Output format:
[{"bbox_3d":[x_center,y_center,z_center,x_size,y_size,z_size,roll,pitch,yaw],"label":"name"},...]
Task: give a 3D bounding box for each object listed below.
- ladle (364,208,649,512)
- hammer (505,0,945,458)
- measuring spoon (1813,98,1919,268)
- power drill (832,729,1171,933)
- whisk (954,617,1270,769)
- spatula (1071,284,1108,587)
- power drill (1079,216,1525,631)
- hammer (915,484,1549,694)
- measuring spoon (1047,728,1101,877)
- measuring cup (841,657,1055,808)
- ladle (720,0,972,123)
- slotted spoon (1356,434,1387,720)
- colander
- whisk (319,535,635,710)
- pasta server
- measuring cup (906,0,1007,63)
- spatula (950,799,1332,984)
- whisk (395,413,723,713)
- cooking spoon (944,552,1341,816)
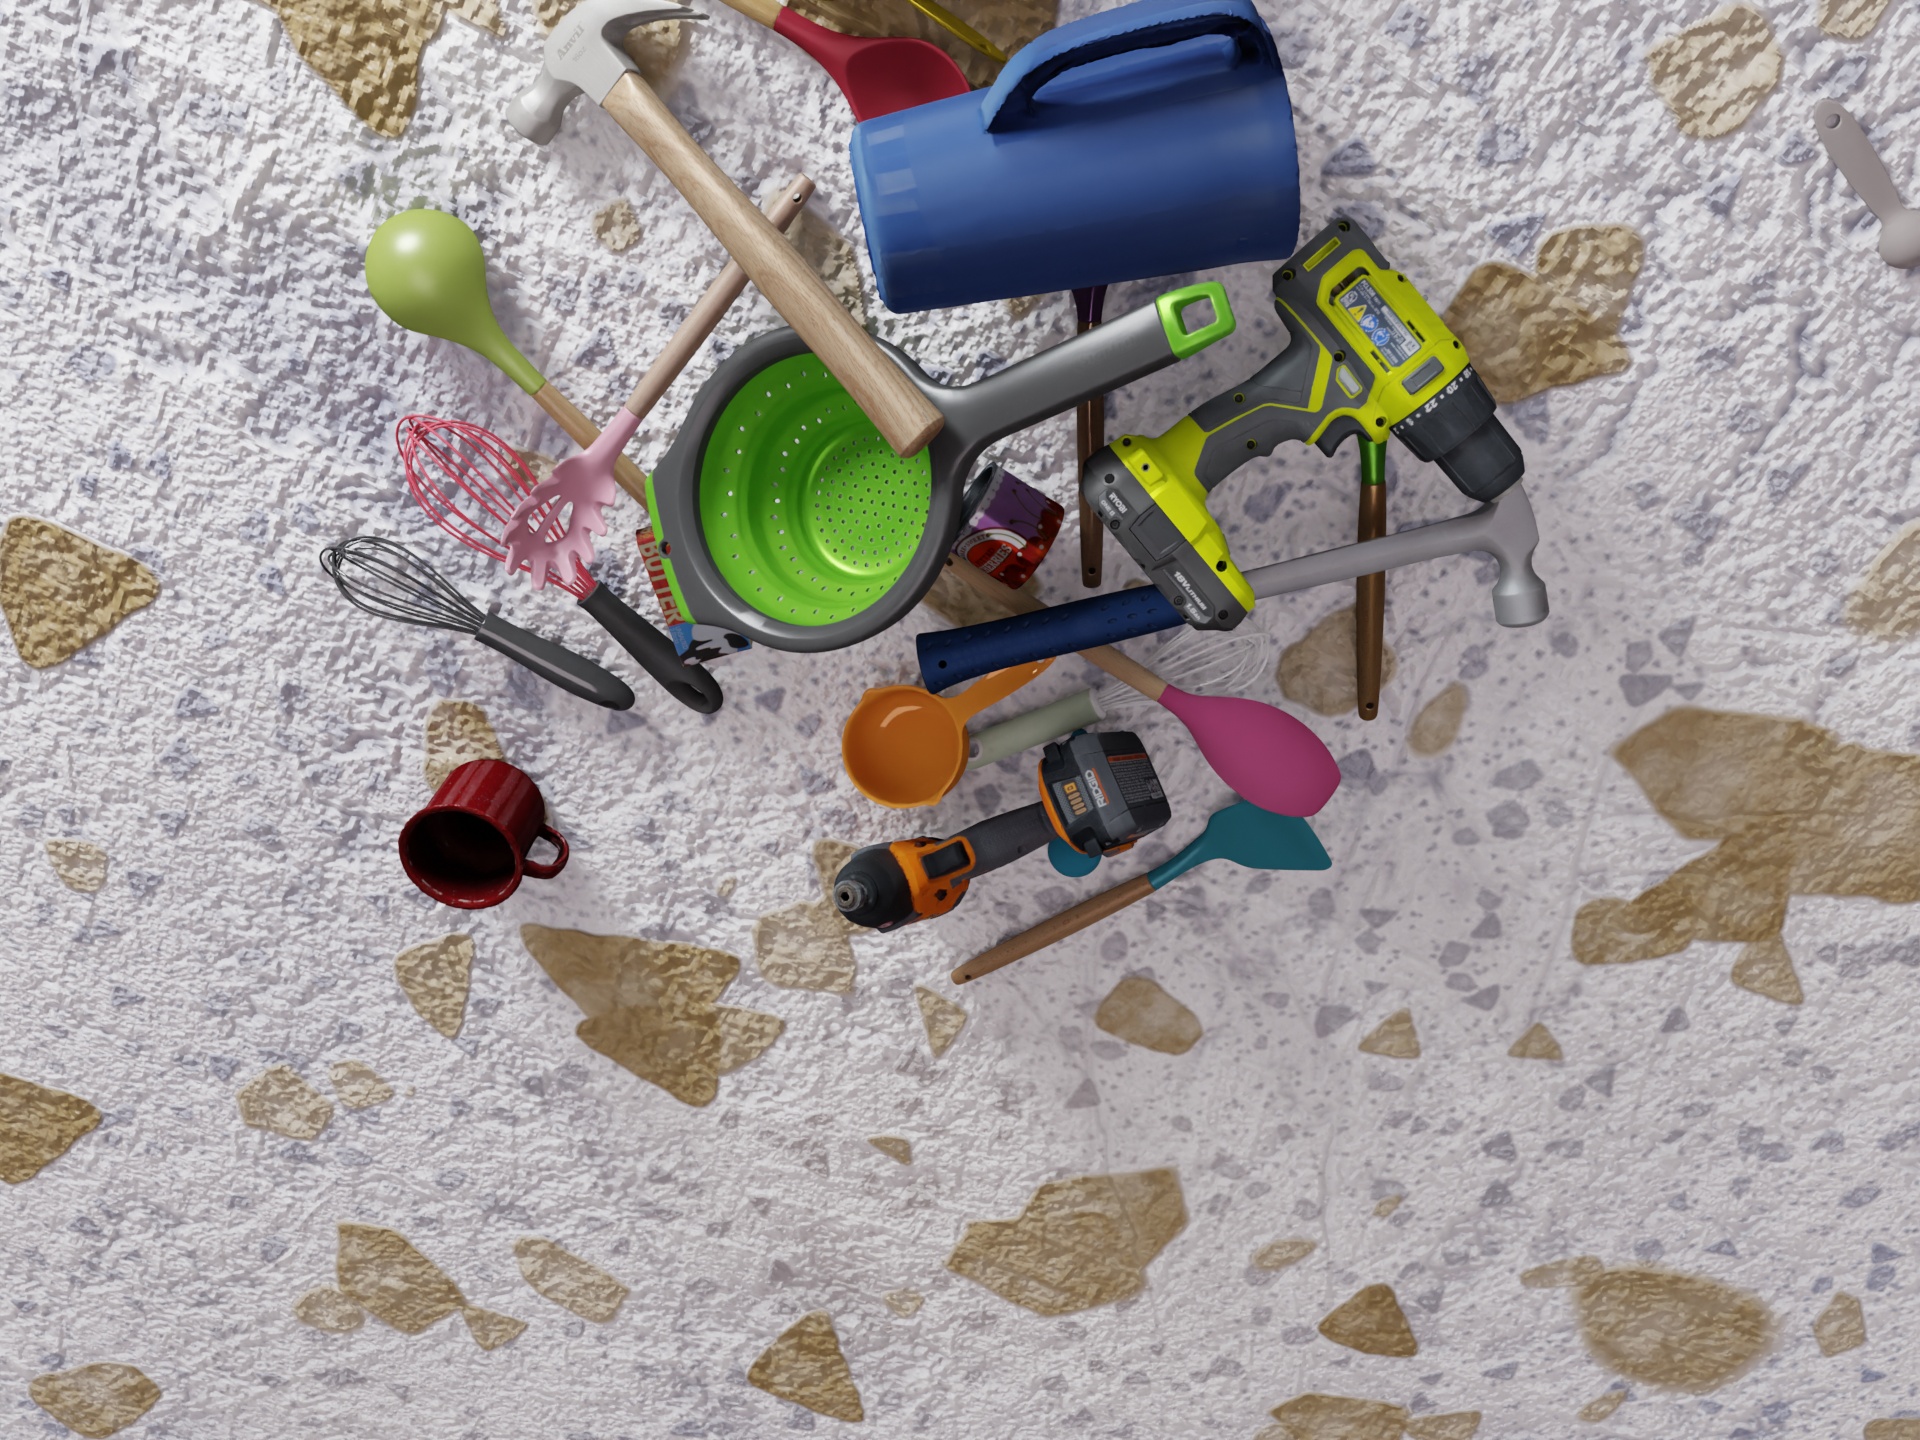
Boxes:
[{"bbox_3d":[-0.261,-0.206,1.061,0.078,0.062,0.320,-40,117,10],"label":"ladle"},{"bbox_3d":[-0.126,-0.289,0.936,0.130,0.031,0.331,-43,86,25],"label":"hammer"},{"bbox_3d":[0.544,-0.318,0.944,0.034,0.018,0.124,-38,109,22],"label":"measuring spoon"},{"bbox_3d":[0.020,0.086,1.120,0.226,0.164,0.084,-26,81,20],"label":"power drill"},{"bbox_3d":[0.105,-0.015,1.133,0.246,0.059,0.058,-22,76,20],"label":"whisk"},{"bbox_3d":[0.081,-0.233,1.026,0.060,0.018,0.315,-1,118,6],"label":"spatula"},{"bbox_3d":[0.205,-0.159,0.961,0.228,0.080,0.190,-40,94,11],"label":"power drill"},{"bbox_3d":[0.168,-0.089,1.041,0.405,0.035,0.144,-13,107,9],"label":"hammer"},{"bbox_3d":[0.087,0.066,1.189,0.042,0.021,0.128,2,119,4],"label":"measuring spoon"},{"bbox_3d":[-0.002,-0.004,1.137,0.173,0.052,0.095,-33,83,6],"label":"measuring cup"},{"bbox_3d":[-0.131,-0.424,0.932,0.315,0.031,0.069,28,119,-9],"label":"ladle"},{"bbox_3d":[0.273,-0.136,1.061,0.070,0.031,0.313,-4,120,7],"label":"slotted spoon"},{"bbox_3d":[-0.008,-0.170,0.988,0.397,0.094,0.204,-20,83,24],"label":"colander"},{"bbox_3d":[-0.342,-0.065,1.139,0.238,0.055,0.055,28,117,-16],"label":"whisk"},{"bbox_3d":[-0.192,-0.216,1.017,0.060,0.040,0.316,32,106,-32],"label":"pasta server"},{"bbox_3d":[-0.044,-0.415,0.922,0.156,0.062,0.029,25,129,-21],"label":"measuring cup"},{"bbox_3d":[0.124,0.140,1.216,0.317,0.044,0.082,-29,117,20],"label":"spatula"},{"bbox_3d":[-0.273,-0.102,1.106,0.073,0.073,0.295,-35,117,21],"label":"whisk"},{"bbox_3d":[0.116,-0.032,1.088,0.319,0.017,0.068,33,115,5],"label":"cooking spoon"}]
